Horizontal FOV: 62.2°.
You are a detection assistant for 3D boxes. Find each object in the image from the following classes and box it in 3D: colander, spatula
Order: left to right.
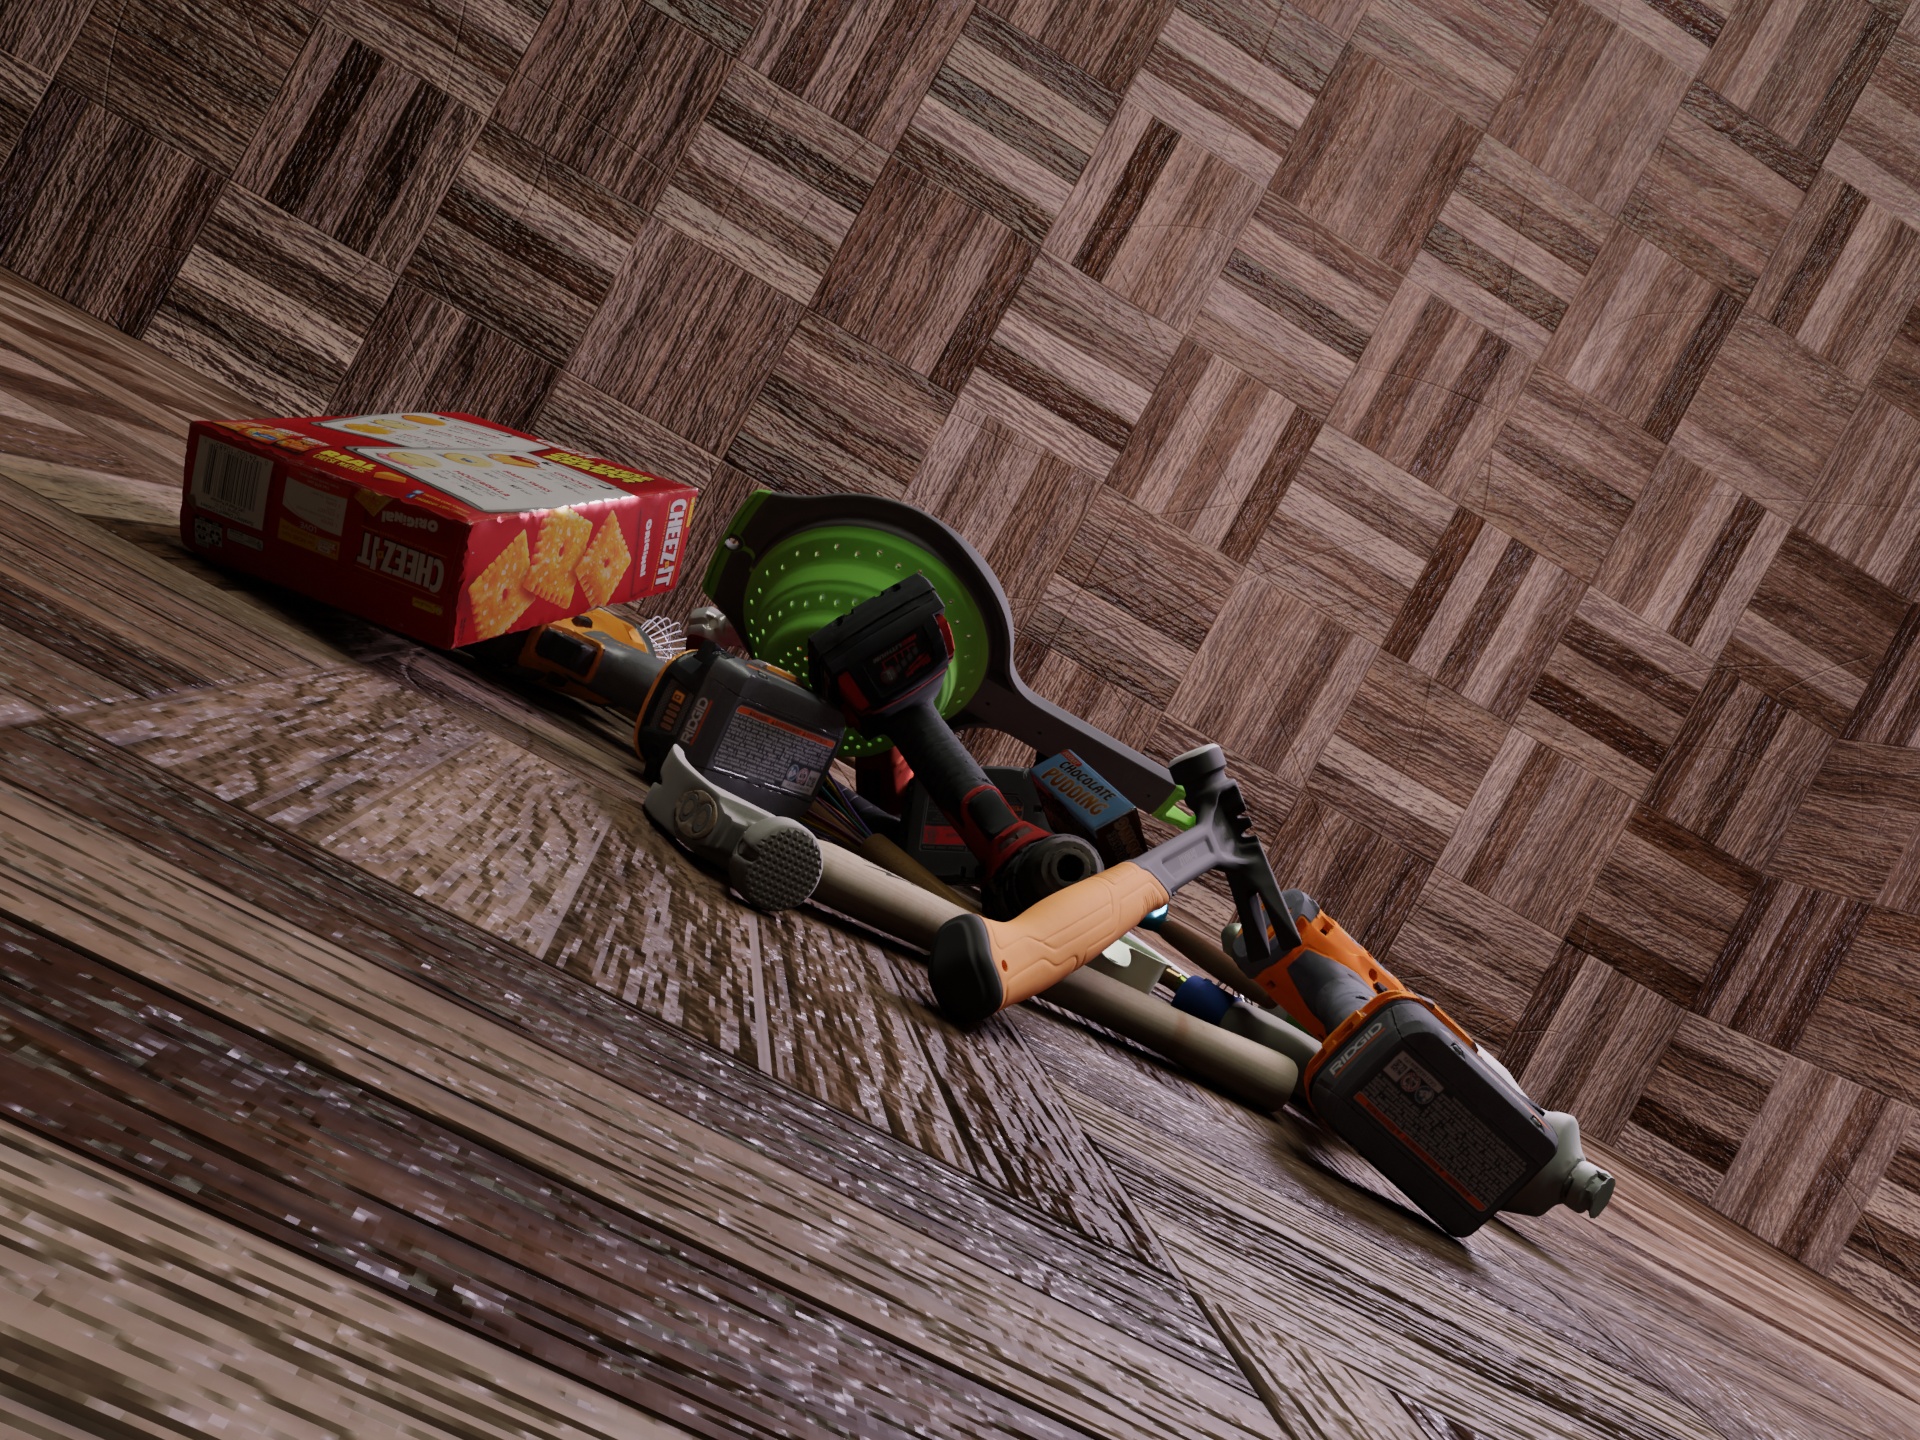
[{"bbox_3d":[-0.002,-0.003,1.087,0.397,0.204,0.095,30,40,-9],"label":"colander"},{"bbox_3d":[0.165,0.150,1.172,0.082,0.044,0.318,19,3,-16],"label":"spatula"}]

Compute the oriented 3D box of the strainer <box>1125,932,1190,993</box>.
[{"bbox_3d":[0.114,0.169,1.309,0.259,0.050,0.086,34,-42,22],"label":"strainer"}]

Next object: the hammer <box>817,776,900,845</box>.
[{"bbox_3d":[-0.145,0.027,1.202,0.335,0.035,0.146,29,0,43],"label":"hammer"}]

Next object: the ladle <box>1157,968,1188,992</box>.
[{"bbox_3d":[0.152,0.182,1.245,0.320,0.062,0.078,26,-8,22],"label":"ladle"}]

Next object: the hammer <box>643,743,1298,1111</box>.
[{"bbox_3d":[0.027,0.120,0.813,0.410,0.038,0.146,30,-2,-34],"label":"hammer"}]

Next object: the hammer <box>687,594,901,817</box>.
[{"bbox_3d":[-0.085,-0.001,1.332,0.143,0.038,0.386,-5,-25,14],"label":"hammer"}]

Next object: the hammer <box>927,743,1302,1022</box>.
[{"bbox_3d":[0.083,0.094,0.784,0.337,0.034,0.127,-14,80,-60],"label":"hammer"}]

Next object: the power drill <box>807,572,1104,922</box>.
[{"bbox_3d":[0.004,0.032,0.912,0.227,0.080,0.188,56,-11,9],"label":"power drill"}]

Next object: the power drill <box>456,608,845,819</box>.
[{"bbox_3d":[-0.201,-0.028,0.913,0.226,0.084,0.185,24,0,32],"label":"power drill"}]

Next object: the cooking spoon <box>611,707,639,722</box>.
[{"bbox_3d":[-0.323,-0.063,1.130,0.319,0.017,0.068,28,0,25],"label":"cooking spoon"}]

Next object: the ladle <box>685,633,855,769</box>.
[{"bbox_3d":[-0.122,0.005,1.259,0.069,0.031,0.315,25,-6,32],"label":"ladle"}]

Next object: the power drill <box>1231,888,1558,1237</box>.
[{"bbox_3d":[0.247,0.193,0.902,0.164,0.084,0.226,42,7,-10],"label":"power drill"}]

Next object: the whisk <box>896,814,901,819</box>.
[{"bbox_3d":[0.043,0.124,1.444,0.295,0.073,0.073,20,6,-45],"label":"whisk"}]

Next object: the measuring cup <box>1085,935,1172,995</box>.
[{"bbox_3d":[0.091,0.157,1.012,0.083,0.038,0.167,29,2,6],"label":"measuring cup"}]

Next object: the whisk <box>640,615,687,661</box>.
[{"bbox_3d":[-0.289,-0.061,1.406,0.070,0.070,0.284,29,4,2],"label":"whisk"}]

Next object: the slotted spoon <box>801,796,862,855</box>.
[{"bbox_3d":[-0.113,0.049,1.054,0.314,0.031,0.070,31,-14,40],"label":"slotted spoon"}]

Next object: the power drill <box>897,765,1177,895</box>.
[{"bbox_3d":[0.059,0.096,1.116,0.143,0.079,0.219,0,-16,26],"label":"power drill"}]

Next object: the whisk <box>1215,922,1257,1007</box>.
[{"bbox_3d":[0.231,0.208,1.319,0.059,0.058,0.246,-9,-23,8],"label":"whisk"}]

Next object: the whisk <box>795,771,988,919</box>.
[{"bbox_3d":[-0.070,0.069,0.956,0.047,0.051,0.245,-1,27,-45],"label":"whisk"}]
